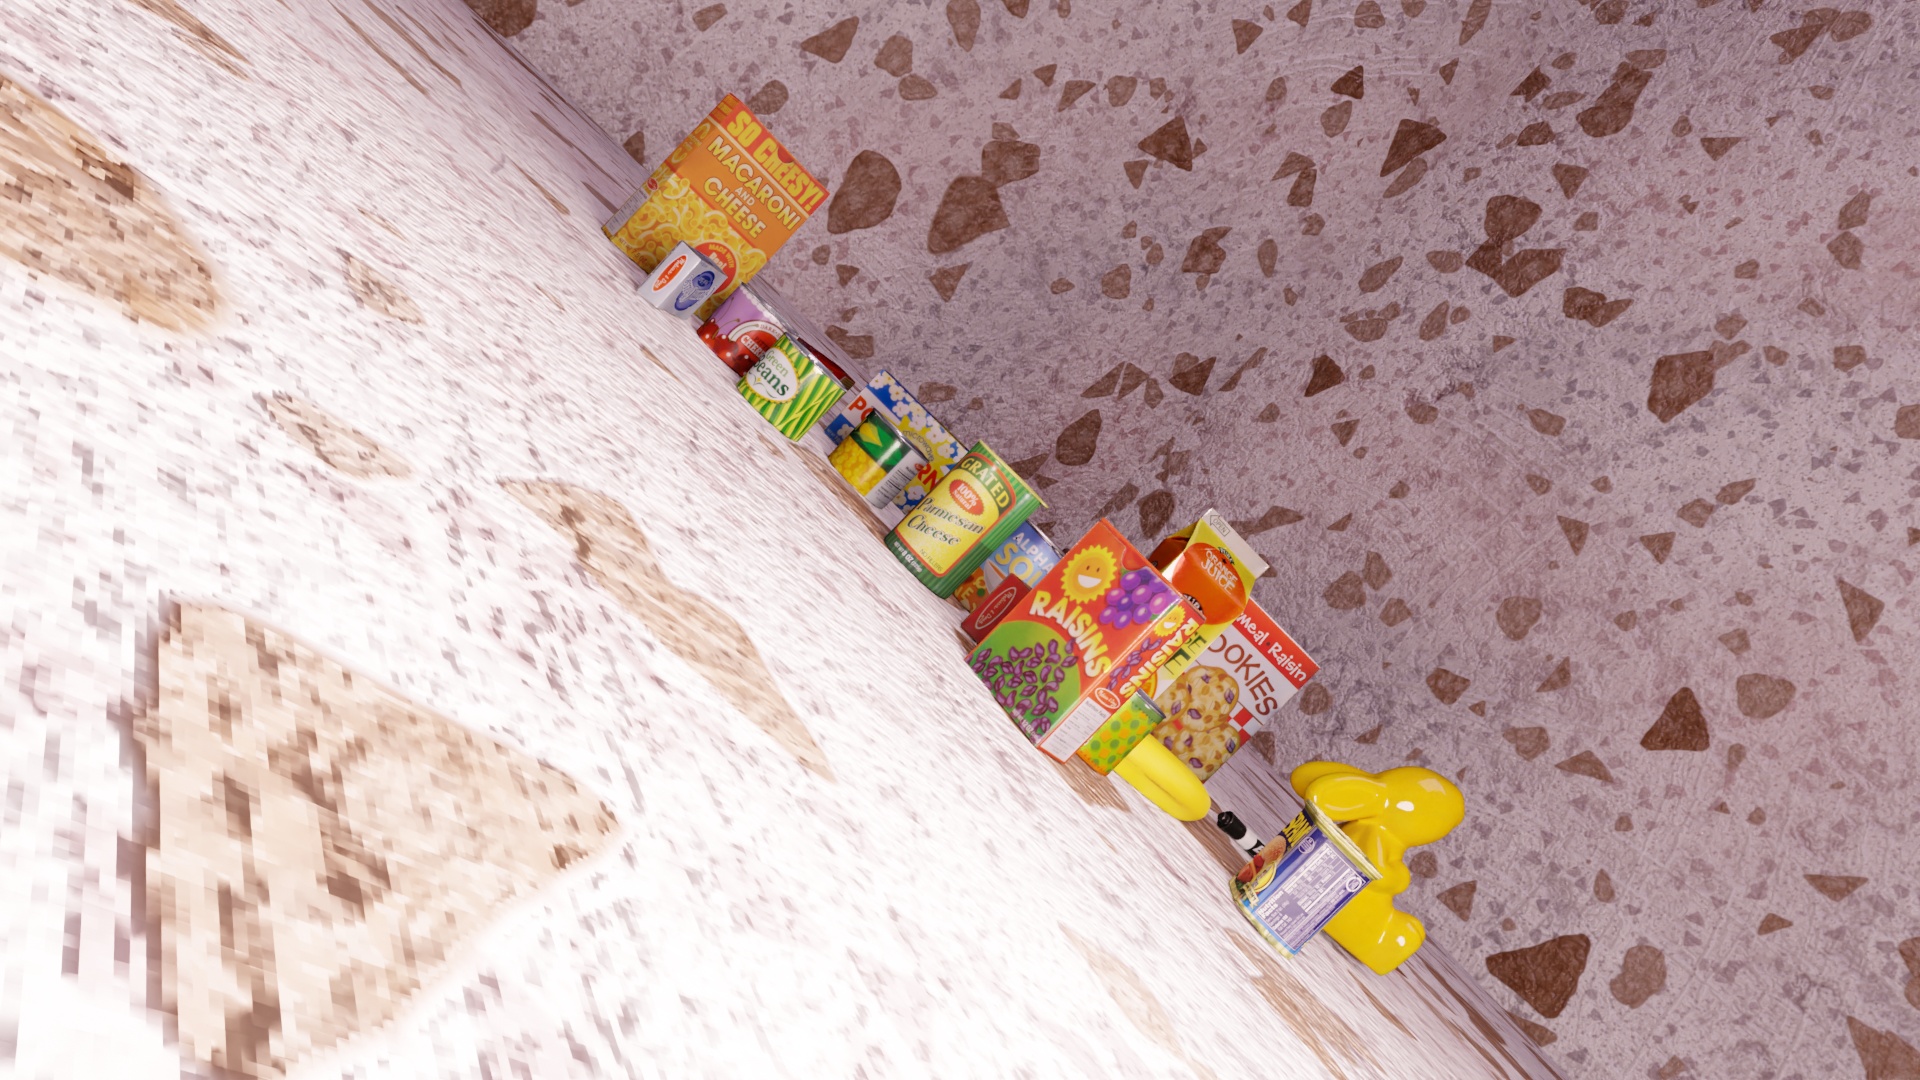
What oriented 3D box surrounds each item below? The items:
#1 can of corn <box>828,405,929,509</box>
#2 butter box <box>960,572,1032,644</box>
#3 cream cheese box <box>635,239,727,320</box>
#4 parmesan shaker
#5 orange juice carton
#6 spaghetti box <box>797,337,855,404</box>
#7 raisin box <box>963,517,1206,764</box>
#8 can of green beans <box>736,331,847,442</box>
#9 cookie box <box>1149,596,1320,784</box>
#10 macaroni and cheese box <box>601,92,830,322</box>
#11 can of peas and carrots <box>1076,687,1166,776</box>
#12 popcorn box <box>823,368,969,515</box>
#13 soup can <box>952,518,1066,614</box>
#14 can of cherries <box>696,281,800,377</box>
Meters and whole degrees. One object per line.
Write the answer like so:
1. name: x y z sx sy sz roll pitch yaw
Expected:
1. can of corn: -0.071 -0.070 1.174 0.071 0.058 0.071 44 4 -4
2. butter box: 0.041 0.060 1.006 0.024 0.053 0.103 46 4 26
3. cream cheese box: -0.221 -0.206 1.110 0.024 0.053 0.104 44 4 -1
4. parmesan shaker: 0.004 -0.013 1.016 0.071 0.103 0.071 44 4 -4
5. orange juice carton: 0.160 0.065 1.128 0.072 0.192 0.073 44 4 -8
6. spaghetti box: -0.156 -0.166 1.357 0.029 0.050 0.250 45 4 8
7. raisin box: 0.073 0.059 0.835 0.040 0.123 0.086 41 5 -46
8. can of green beans: -0.131 -0.119 1.079 0.071 0.058 0.071 44 4 -4
9. cookie box: 0.212 0.125 1.215 0.123 0.167 0.040 43 4 -17
10. macaroni and cheese box: -0.217 -0.295 1.247 0.123 0.166 0.040 41 5 -40
11. can of peas and carrots: 0.093 0.114 0.932 0.071 0.058 0.071 44 4 -4
12. popcorn box: -0.057 -0.090 1.326 0.127 0.085 0.038 45 4 13
13. soup can: 0.042 0.030 1.098 0.071 0.083 0.071 44 4 -4
14. can of cherries: -0.177 -0.172 1.164 0.071 0.058 0.071 44 4 -4
